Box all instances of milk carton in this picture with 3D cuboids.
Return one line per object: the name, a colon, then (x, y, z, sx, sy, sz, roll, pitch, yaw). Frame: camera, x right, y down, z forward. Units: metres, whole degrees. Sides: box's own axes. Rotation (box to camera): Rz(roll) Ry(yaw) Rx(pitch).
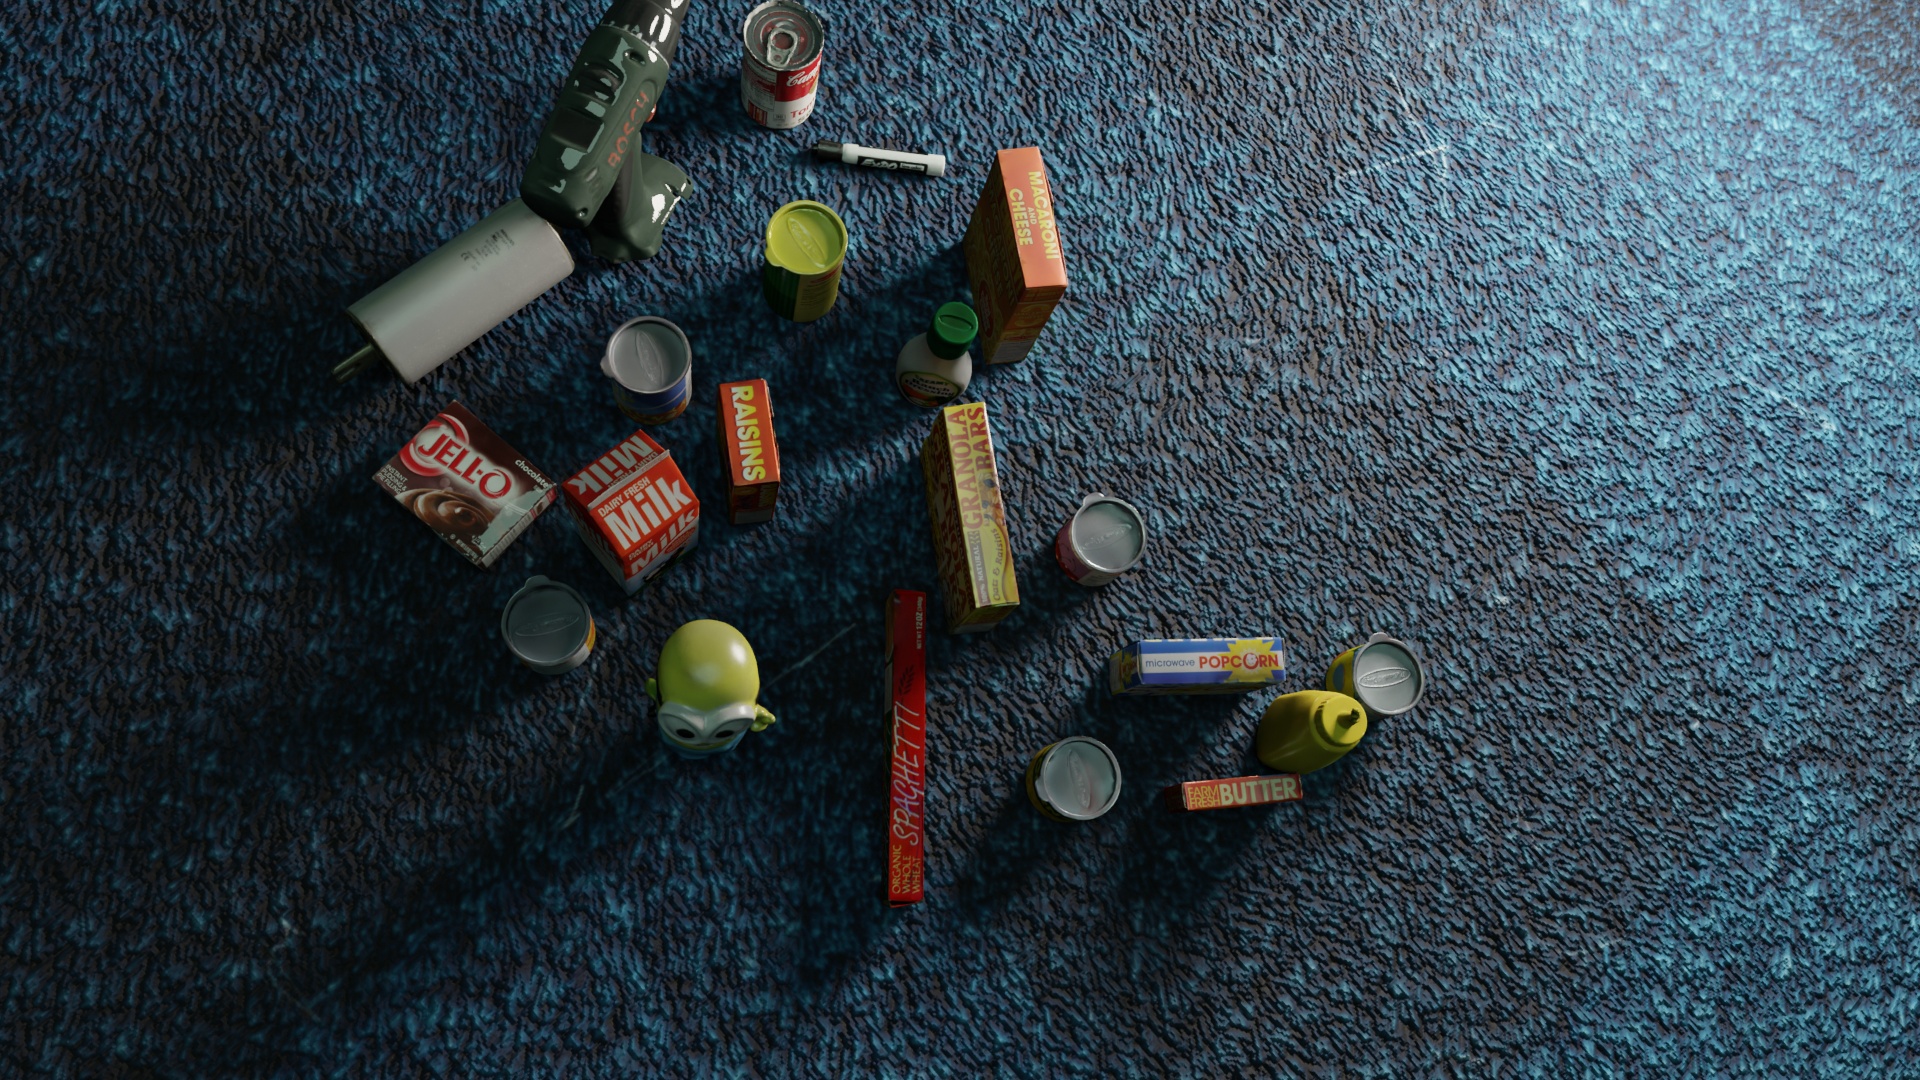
milk carton: (-0.248, -0.022, 1.054, 0.072, 0.190, 0.073, -39, 86, -17)

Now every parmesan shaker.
parmesan shaker: (-0.136, -0.233, 1.175, 0.071, 0.103, 0.071, 3, 76, -10)

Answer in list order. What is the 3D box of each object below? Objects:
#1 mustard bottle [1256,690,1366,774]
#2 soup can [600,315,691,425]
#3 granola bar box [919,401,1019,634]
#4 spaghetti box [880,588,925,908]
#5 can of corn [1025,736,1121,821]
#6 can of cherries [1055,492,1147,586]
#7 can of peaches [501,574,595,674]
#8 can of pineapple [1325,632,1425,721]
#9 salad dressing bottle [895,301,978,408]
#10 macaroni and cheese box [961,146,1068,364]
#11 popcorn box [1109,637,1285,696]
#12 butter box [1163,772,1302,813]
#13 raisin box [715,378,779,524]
mustard bottle: (0.290, 0.153, 1.126, 0.049, 0.159, 0.065, 18, 74, -6)
soup can: (-0.257, -0.137, 1.138, 0.071, 0.083, 0.071, 3, 76, -10)
granola bar box: (0.004, -0.014, 1.134, 0.039, 0.124, 0.166, -7, 77, -12)
spaghetti box: (-0.046, 0.166, 1.117, 0.029, 0.050, 0.250, 3, 75, -10)
can of corn: (0.088, 0.196, 1.130, 0.071, 0.058, 0.071, 3, 76, -10)
can of cherries: (0.119, -0.001, 1.187, 0.071, 0.058, 0.071, 3, 76, -10)
can of peaches: (-0.321, 0.067, 1.087, 0.071, 0.058, 0.071, 3, 76, -10)
can of pineapple: (0.358, 0.120, 1.201, 0.071, 0.057, 0.071, 3, 76, -10)
salad dressing bottle: (-0.017, -0.154, 1.154, 0.064, 0.147, 0.044, 16, 74, -6)
macaroni and cheese box: (0.044, -0.237, 1.177, 0.040, 0.166, 0.124, -8, 78, -12)
popcorn box: (0.196, 0.106, 1.160, 0.127, 0.085, 0.038, 0, 76, -11)
butter box: (0.226, 0.210, 1.155, 0.104, 0.053, 0.024, -3, 77, -11)
raisin box: (-0.171, -0.069, 1.116, 0.040, 0.123, 0.086, -7, 78, -12)
